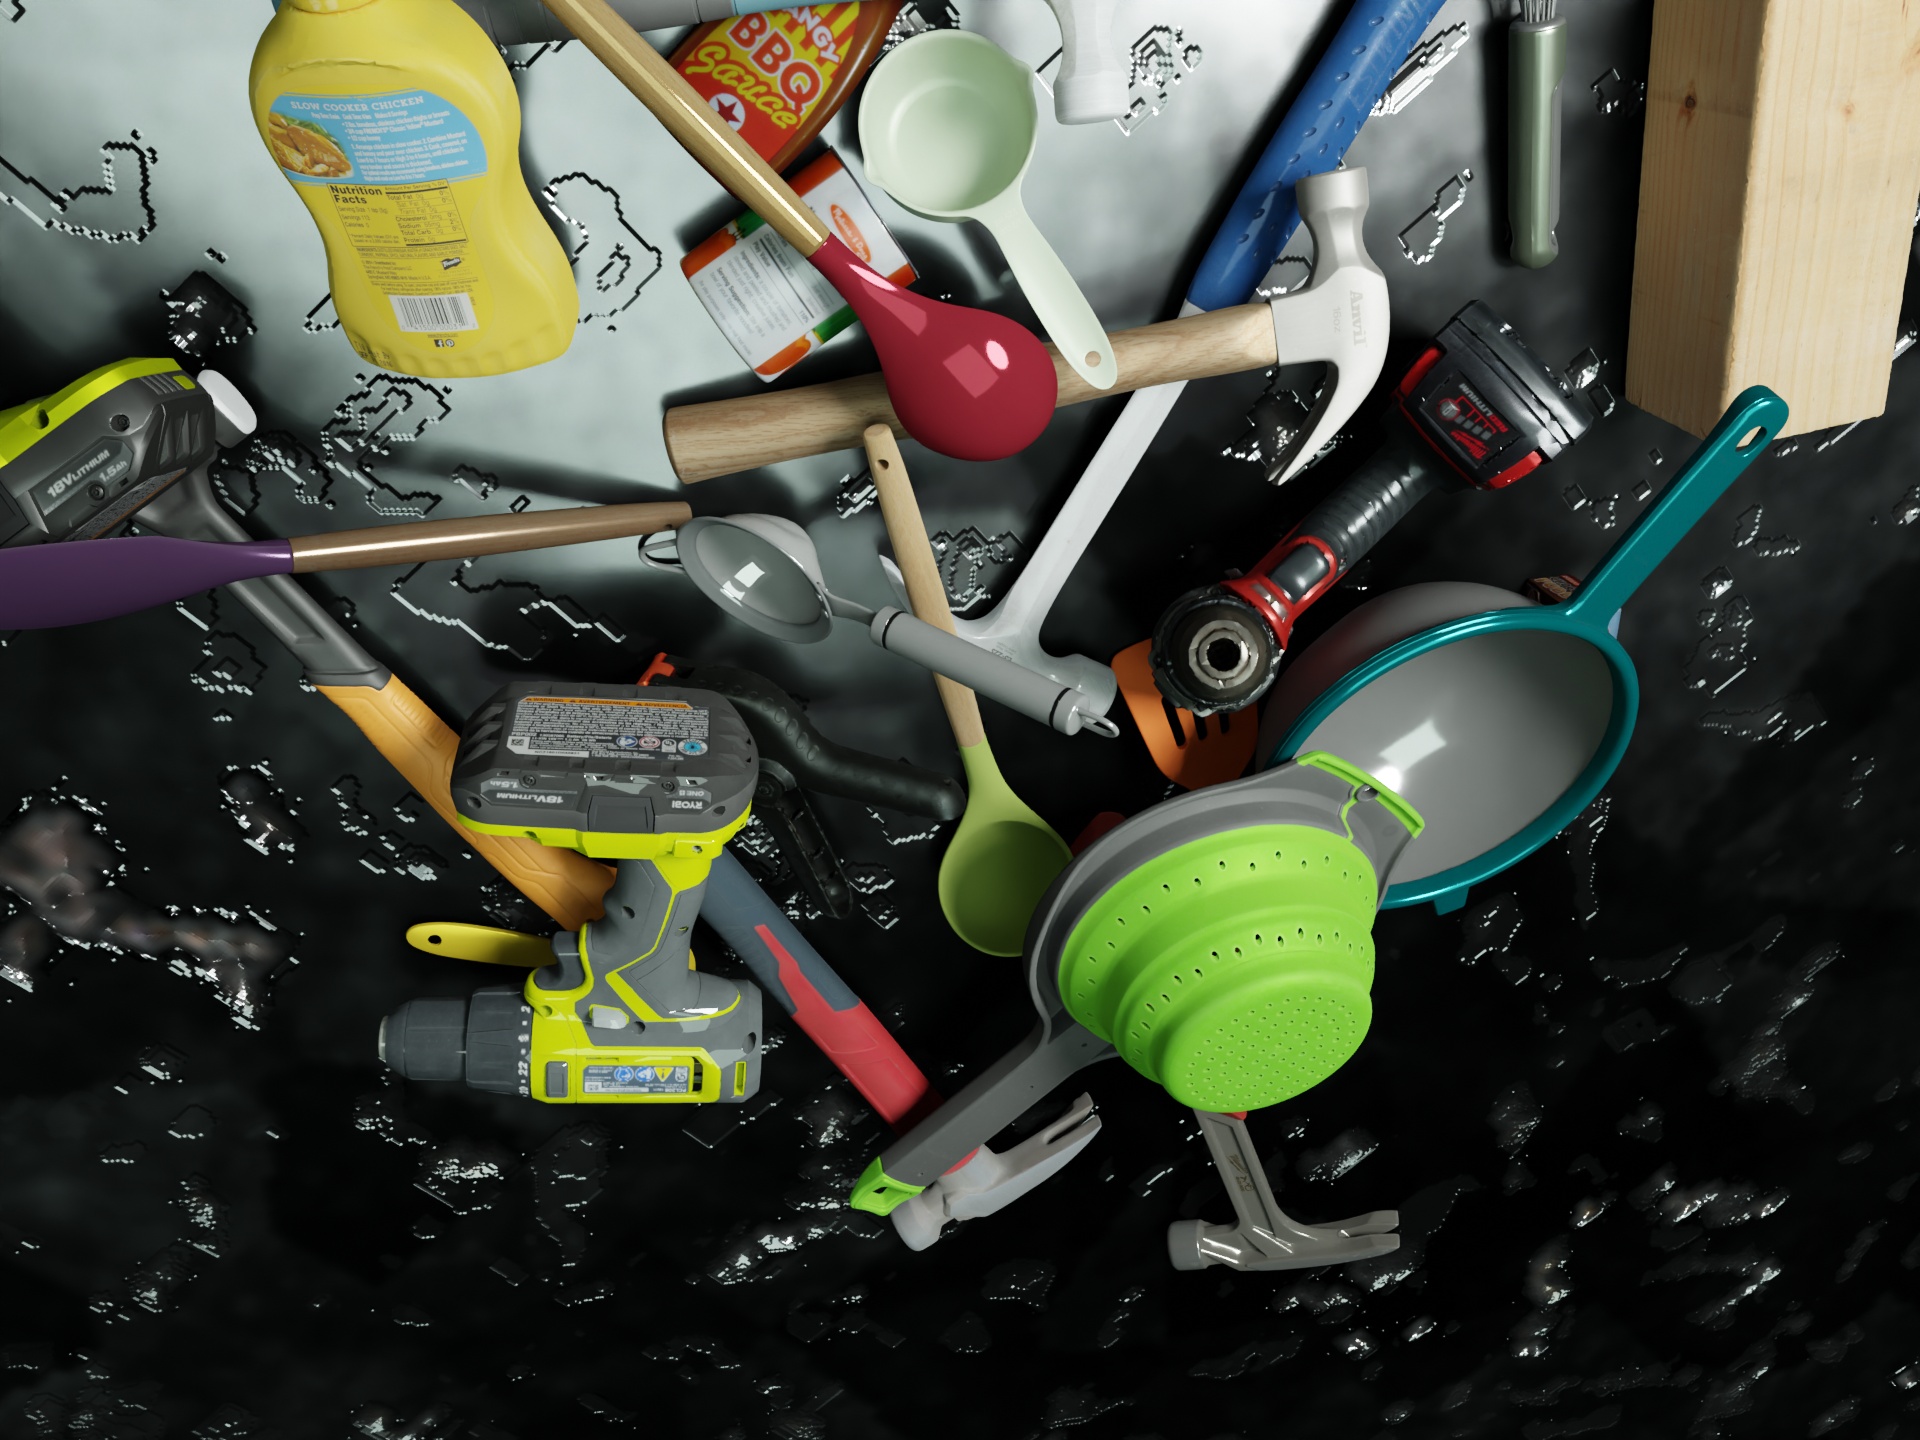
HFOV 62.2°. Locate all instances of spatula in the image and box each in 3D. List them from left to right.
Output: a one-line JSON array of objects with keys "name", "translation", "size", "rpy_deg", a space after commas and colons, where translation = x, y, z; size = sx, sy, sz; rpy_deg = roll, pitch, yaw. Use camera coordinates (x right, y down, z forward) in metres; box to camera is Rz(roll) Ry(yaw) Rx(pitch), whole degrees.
[{"name": "spatula", "translation": [-0.259, -0.071, 0.676], "size": [0.316, 0.018, 0.059], "rpy_deg": [-12, 158, -34]}, {"name": "spatula", "translation": [0.151, 0.091, 0.928], "size": [0.081, 0.041, 0.322], "rpy_deg": [-16, 124, -5]}]

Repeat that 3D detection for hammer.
[{"name": "hammer", "translation": [-0.285, -0.001, 0.768], "size": [0.127, 0.034, 0.336], "rpy_deg": [-35, 120, 6]}, {"name": "hammer", "translation": [-0.103, -0.287, 0.621], "size": [0.331, 0.033, 0.128], "rpy_deg": [-4, 104, 2]}, {"name": "hammer", "translation": [-0.065, 0.153, 0.899], "size": [0.143, 0.038, 0.386], "rpy_deg": [-33, 120, 4]}, {"name": "hammer", "translation": [0.028, -0.153, 0.726], "size": [0.331, 0.031, 0.130], "rpy_deg": [-10, 105, 5]}, {"name": "hammer", "translation": [0.108, -0.188, 0.759], "size": [0.144, 0.035, 0.405], "rpy_deg": [24, 110, -23]}, {"name": "hammer", "translation": [0.151, 0.204, 0.960], "size": [0.149, 0.037, 0.358], "rpy_deg": [-13, 119, 19]}]

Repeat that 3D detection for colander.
[{"name": "colander", "translation": [0.086, 0.184, 0.840], "size": [0.204, 0.095, 0.397], "rpy_deg": [29, 118, -37]}]

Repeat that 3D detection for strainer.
[{"name": "strainer", "translation": [-0.038, -0.046, 0.727], "size": [0.050, 0.259, 0.086], "rpy_deg": [-52, 152, -23]}, {"name": "strainer", "translation": [0.272, -0.047, 0.818], "size": [0.210, 0.095, 0.340], "rpy_deg": [15, 125, -30]}]

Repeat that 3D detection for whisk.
[{"name": "whisk", "translation": [0.262, -0.324, 0.719], "size": [0.059, 0.058, 0.246], "rpy_deg": [4, 128, 24]}]

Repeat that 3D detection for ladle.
[{"name": "ladle", "translation": [-0.075, -0.209, 0.632], "size": [0.069, 0.031, 0.315], "rpy_deg": [-40, 118, 19]}, {"name": "ladle", "translation": [-0.001, -0.003, 0.792], "size": [0.078, 0.062, 0.319], "rpy_deg": [-9, 131, 10]}]

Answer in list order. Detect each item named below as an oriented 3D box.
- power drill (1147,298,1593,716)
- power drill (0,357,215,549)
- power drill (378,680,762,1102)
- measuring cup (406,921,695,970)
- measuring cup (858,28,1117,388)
[{"name": "power drill", "translation": [0.179, -0.087, 0.748], "size": [0.226, 0.188, 0.080], "rpy_deg": [-43, 88, 8]}, {"name": "power drill", "translation": [-0.407, -0.167, 0.610], "size": [0.171, 0.080, 0.223], "rpy_deg": [-34, 106, 7]}, {"name": "power drill", "translation": [-0.189, 0.098, 0.780], "size": [0.190, 0.080, 0.228], "rpy_deg": [3, 123, -10]}, {"name": "measuring cup", "translation": [-0.219, 0.134, 0.857], "size": [0.156, 0.029, 0.062], "rpy_deg": [13, 114, -21]}, {"name": "measuring cup", "translation": [0.020, -0.216, 0.692], "size": [0.083, 0.038, 0.167], "rpy_deg": [-32, 98, 5]}]
